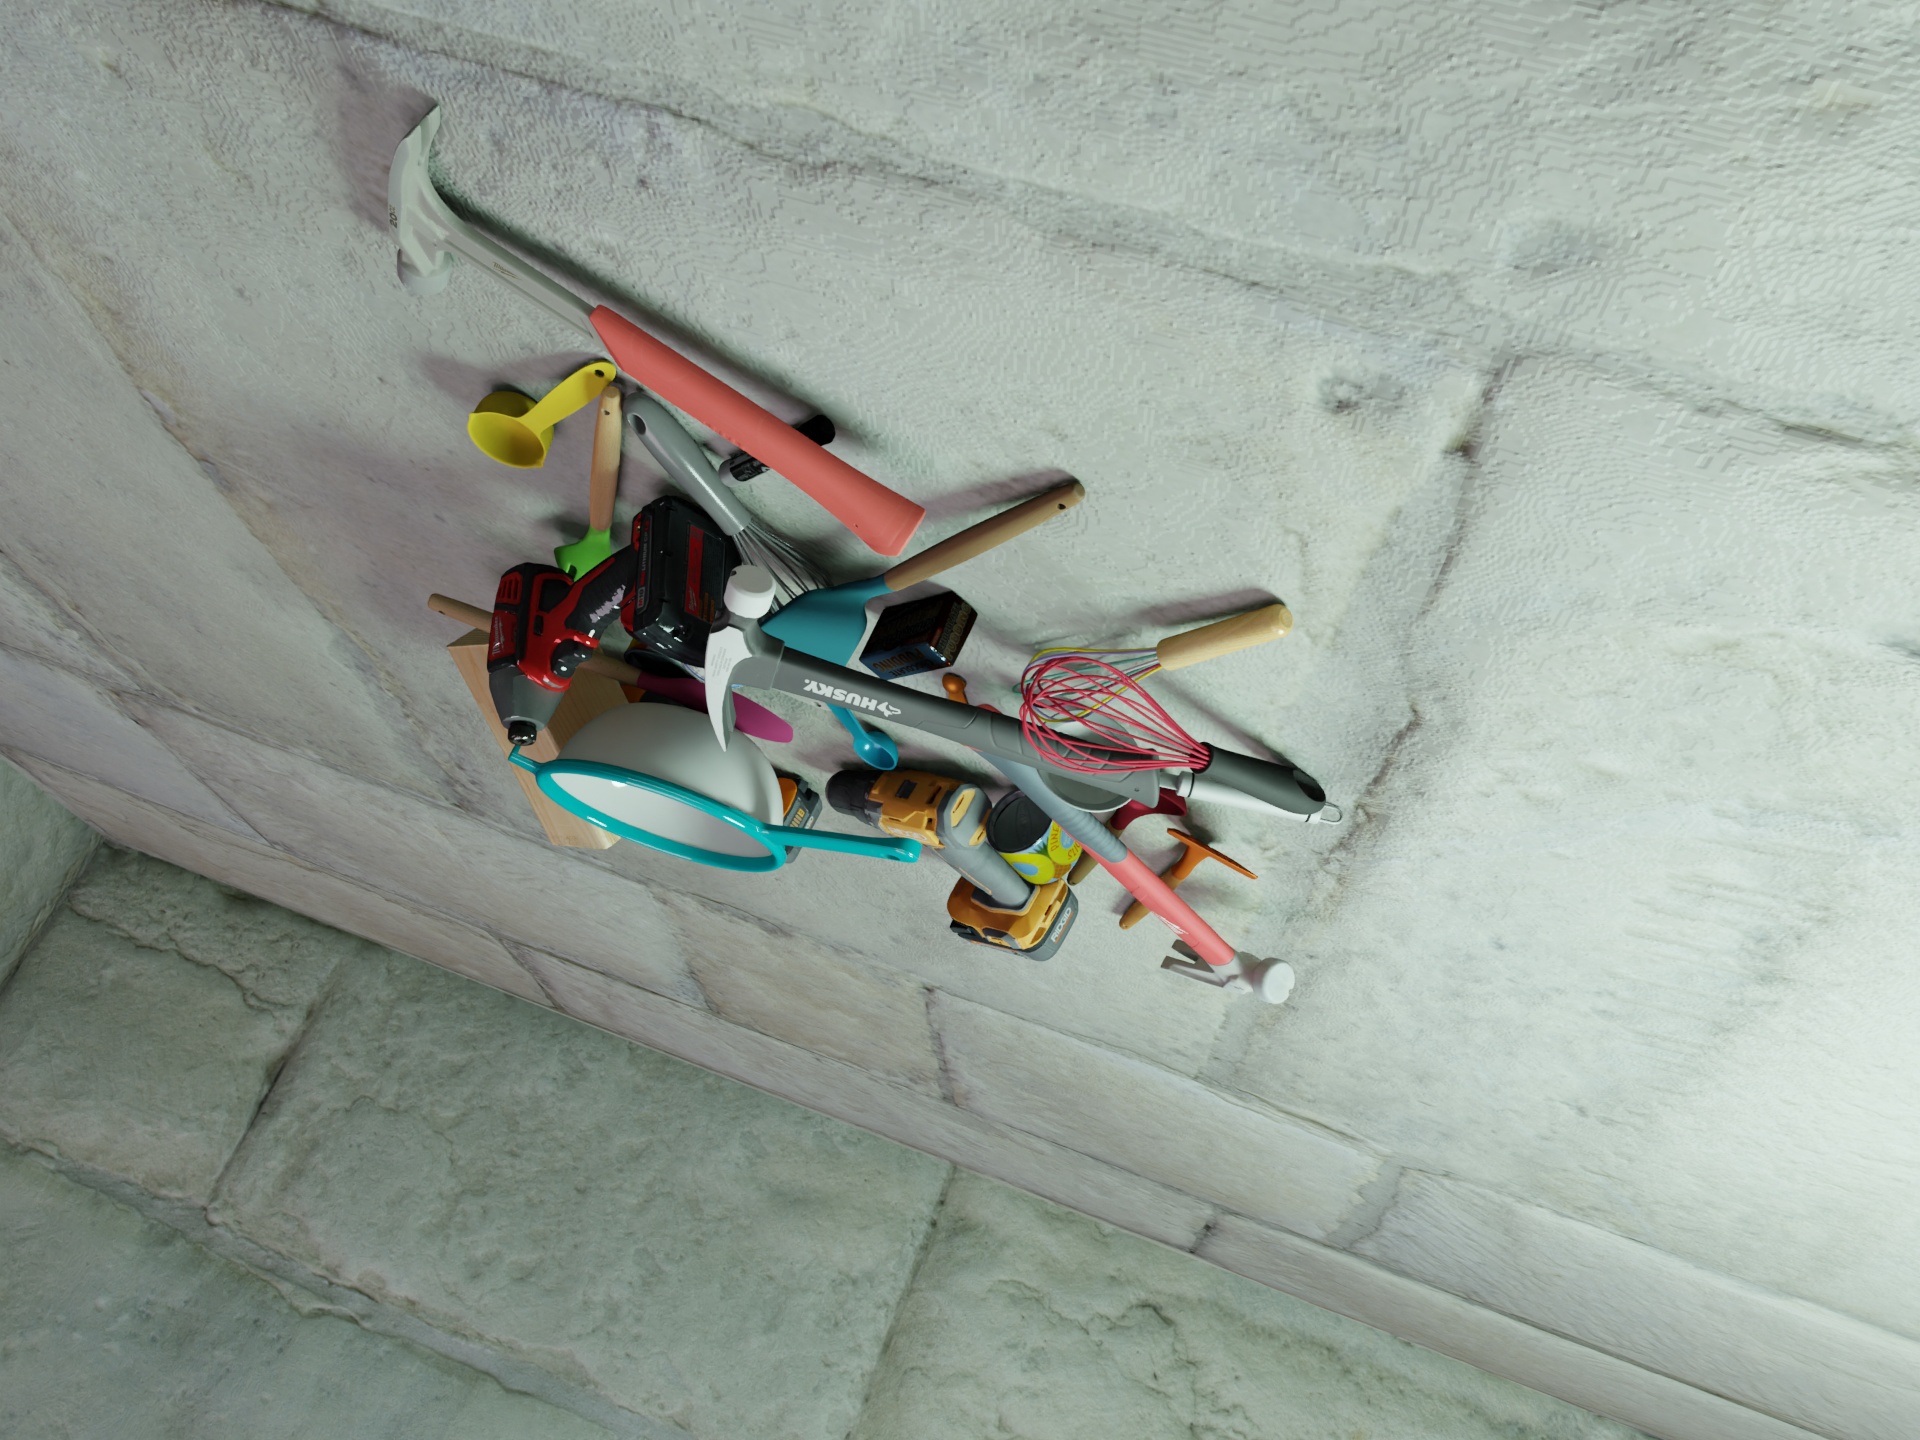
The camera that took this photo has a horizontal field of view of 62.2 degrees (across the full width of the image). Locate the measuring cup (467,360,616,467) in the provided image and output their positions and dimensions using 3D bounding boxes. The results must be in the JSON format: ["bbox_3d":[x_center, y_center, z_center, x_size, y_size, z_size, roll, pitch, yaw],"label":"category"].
[{"bbox_3d":[-0.279,-0.219,1.084,0.156,0.029,0.062,-20,135,41],"label":"measuring cup"}]

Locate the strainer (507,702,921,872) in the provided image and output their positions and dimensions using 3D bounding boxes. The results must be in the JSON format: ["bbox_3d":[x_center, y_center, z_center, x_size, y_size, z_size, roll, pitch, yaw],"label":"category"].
[{"bbox_3d":[-0.173,0.049,1.266,0.340,0.095,0.210,6,157,27],"label":"strainer"}]

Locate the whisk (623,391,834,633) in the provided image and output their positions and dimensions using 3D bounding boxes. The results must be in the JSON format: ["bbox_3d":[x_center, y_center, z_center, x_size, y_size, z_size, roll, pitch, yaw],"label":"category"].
[{"bbox_3d":[-0.158,-0.139,1.110,0.055,0.055,0.238,1,143,39],"label":"whisk"}]

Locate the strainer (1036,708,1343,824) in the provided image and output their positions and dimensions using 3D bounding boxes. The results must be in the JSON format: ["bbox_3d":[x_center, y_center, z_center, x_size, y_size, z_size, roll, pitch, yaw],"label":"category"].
[{"bbox_3d":[0.158,0.048,1.182,0.258,0.087,0.050,12,147,-1],"label":"strainer"}]

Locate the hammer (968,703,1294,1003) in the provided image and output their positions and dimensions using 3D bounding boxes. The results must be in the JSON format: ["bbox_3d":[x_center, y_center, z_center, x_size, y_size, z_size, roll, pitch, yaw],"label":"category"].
[{"bbox_3d":[0.120,0.113,1.315,0.386,0.038,0.143,43,160,-30],"label":"hammer"}]

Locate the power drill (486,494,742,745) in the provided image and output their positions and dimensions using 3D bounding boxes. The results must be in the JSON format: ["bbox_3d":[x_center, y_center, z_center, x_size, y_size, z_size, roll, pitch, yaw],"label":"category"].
[{"bbox_3d":[-0.266,-0.069,1.173,0.219,0.143,0.078,-18,150,34],"label":"power drill"}]

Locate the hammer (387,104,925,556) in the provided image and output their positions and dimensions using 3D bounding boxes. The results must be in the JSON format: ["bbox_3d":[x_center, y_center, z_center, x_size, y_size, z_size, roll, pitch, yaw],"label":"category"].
[{"bbox_3d":[-0.176,-0.214,0.948,0.359,0.037,0.149,32,155,-8],"label":"hammer"}]

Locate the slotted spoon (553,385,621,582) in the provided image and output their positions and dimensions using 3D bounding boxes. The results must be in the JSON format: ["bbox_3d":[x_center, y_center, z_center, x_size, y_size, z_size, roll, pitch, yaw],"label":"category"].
[{"bbox_3d":[-0.267,-0.159,1.175,0.070,0.031,0.313,24,155,-6],"label":"slotted spoon"}]

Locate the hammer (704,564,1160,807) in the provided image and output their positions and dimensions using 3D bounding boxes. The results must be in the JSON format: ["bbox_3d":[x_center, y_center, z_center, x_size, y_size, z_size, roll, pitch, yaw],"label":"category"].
[{"bbox_3d":[-0.016,0.001,1.107,0.334,0.035,0.146,17,133,-8],"label":"hammer"}]

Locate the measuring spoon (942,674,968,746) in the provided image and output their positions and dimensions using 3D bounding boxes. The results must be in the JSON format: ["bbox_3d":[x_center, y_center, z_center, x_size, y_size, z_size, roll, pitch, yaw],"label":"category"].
[{"bbox_3d":[-0.002,-0.004,1.281,0.021,0.011,0.116,17,155,14],"label":"measuring spoon"}]

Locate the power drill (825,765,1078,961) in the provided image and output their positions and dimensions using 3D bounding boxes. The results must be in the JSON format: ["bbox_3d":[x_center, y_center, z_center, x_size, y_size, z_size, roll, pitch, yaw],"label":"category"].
[{"bbox_3d":[-0.013,0.123,1.470,0.185,0.084,0.226,8,148,44],"label":"power drill"}]

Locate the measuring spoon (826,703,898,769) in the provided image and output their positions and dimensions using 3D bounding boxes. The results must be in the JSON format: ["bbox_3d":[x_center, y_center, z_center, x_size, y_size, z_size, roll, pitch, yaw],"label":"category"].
[{"bbox_3d":[-0.091,-0.007,1.357,0.042,0.021,0.128,2,139,40],"label":"measuring spoon"}]

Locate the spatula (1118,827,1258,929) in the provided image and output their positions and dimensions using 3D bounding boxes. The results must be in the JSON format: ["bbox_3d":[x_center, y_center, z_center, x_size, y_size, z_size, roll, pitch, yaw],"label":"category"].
[{"bbox_3d":[0.181,0.146,1.392,0.081,0.041,0.322,29,157,2],"label":"spatula"}]

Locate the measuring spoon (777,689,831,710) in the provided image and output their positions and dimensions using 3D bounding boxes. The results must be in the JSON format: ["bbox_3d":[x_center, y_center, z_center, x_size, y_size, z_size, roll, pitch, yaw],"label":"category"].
[{"bbox_3d":[-0.169,-0.029,1.368,0.124,0.018,0.034,22,155,1],"label":"measuring spoon"}]

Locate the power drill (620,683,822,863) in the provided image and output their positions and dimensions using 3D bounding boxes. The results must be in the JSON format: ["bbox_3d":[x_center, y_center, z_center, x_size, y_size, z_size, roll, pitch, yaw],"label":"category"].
[{"bbox_3d":[-0.236,0.044,1.505,0.164,0.084,0.226,-3,140,45],"label":"power drill"}]

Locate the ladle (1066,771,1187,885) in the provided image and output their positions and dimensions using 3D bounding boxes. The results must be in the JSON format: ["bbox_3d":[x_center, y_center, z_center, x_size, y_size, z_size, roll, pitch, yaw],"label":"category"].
[{"bbox_3d":[0.129,0.096,1.354,0.069,0.031,0.315,28,158,2],"label":"ladle"}]

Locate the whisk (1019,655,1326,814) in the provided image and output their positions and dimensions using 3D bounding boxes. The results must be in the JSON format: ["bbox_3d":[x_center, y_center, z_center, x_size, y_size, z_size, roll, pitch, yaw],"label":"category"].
[{"bbox_3d":[0.151,0.021,1.082,0.295,0.073,0.073,19,162,-36],"label":"whisk"}]

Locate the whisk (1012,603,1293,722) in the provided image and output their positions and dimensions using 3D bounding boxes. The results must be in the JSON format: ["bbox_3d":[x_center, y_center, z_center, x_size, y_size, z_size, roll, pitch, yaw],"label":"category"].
[{"bbox_3d":[0.121,-0.043,1.066,0.051,0.047,0.245,25,154,-33],"label":"whisk"}]

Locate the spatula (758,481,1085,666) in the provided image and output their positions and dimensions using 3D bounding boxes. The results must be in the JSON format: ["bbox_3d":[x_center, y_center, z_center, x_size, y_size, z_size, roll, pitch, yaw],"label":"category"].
[{"bbox_3d":[-0.030,-0.091,1.059,0.082,0.044,0.317,30,149,-30],"label":"spatula"}]

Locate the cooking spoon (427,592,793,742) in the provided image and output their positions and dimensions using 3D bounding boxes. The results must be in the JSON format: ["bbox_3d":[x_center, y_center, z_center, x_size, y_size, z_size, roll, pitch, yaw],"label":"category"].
[{"bbox_3d":[-0.286,-0.043,1.298,0.319,0.017,0.068,21,155,2],"label":"cooking spoon"}]
